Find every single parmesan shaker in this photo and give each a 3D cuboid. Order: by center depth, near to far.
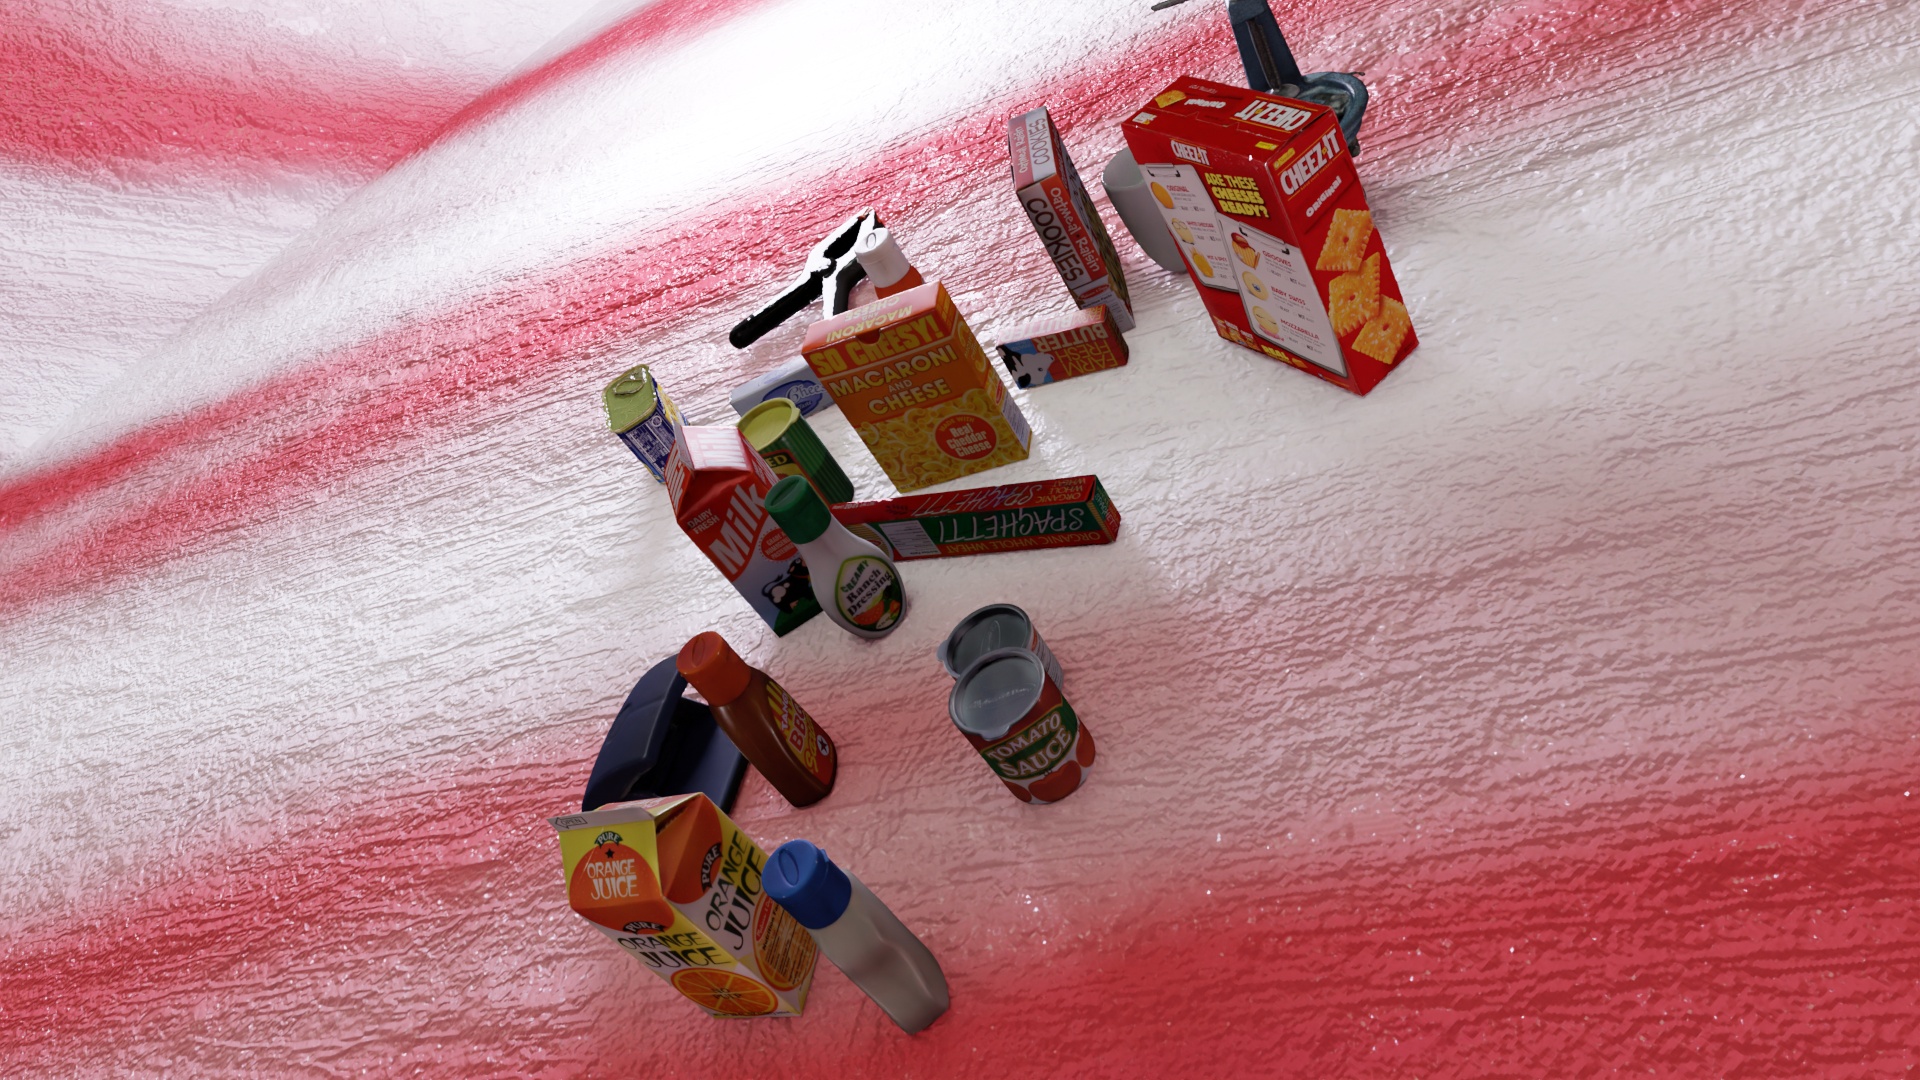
[{"bbox_3d":[-0.142,-0.064,1.197,0.071,0.102,0.072,-20,40,18],"label":"parmesan shaker"}]

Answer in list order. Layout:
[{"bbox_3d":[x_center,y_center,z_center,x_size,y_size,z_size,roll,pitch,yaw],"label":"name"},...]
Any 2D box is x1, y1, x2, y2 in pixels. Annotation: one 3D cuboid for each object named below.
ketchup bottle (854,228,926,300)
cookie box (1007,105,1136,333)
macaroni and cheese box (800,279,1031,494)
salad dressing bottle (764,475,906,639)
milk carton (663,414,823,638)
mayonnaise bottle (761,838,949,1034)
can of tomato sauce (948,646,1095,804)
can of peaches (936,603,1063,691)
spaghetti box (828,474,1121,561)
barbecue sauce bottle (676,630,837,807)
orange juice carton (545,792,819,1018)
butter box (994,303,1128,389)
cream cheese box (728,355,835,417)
[{"bbox_3d":[-0.044,-0.210,1.243,0.043,0.148,0.065,-25,39,13],"label":"ketchup bottle"},{"bbox_3d":[0.094,-0.270,1.191,0.040,0.167,0.123,-22,40,16],"label":"cookie box"},{"bbox_3d":[-0.033,-0.119,1.123,0.123,0.166,0.040,-15,42,24],"label":"macaroni and cheese box"},{"bbox_3d":[-0.094,0.013,1.043,0.064,0.147,0.044,-45,39,-13],"label":"salad dressing bottle"},{"bbox_3d":[-0.170,-0.018,1.097,0.073,0.190,0.072,-33,38,3],"label":"milk carton"},{"bbox_3d":[-0.060,0.223,0.794,0.041,0.147,0.065,-36,38,-1],"label":"mayonnaise bottle"},{"bbox_3d":[0.041,0.120,0.883,0.071,0.082,0.071,-20,40,18],"label":"can of tomato sauce"},{"bbox_3d":[0.028,0.086,0.949,0.071,0.058,0.071,-20,40,18],"label":"can of peaches"},{"bbox_3d":[0.004,-0.014,1.079,0.250,0.050,0.029,-5,47,32],"label":"spaghetti box"},{"bbox_3d":[-0.140,0.121,0.962,0.043,0.148,0.065,-24,39,14],"label":"barbecue sauce bottle"},{"bbox_3d":[-0.165,0.215,0.844,0.071,0.192,0.073,-12,43,27],"label":"orange juice carton"},{"bbox_3d":[0.086,-0.163,1.175,0.103,0.053,0.024,-10,44,28],"label":"butter box"},{"bbox_3d":[-0.164,-0.141,1.335,0.103,0.053,0.024,-24,39,14],"label":"cream cheese box"}]
